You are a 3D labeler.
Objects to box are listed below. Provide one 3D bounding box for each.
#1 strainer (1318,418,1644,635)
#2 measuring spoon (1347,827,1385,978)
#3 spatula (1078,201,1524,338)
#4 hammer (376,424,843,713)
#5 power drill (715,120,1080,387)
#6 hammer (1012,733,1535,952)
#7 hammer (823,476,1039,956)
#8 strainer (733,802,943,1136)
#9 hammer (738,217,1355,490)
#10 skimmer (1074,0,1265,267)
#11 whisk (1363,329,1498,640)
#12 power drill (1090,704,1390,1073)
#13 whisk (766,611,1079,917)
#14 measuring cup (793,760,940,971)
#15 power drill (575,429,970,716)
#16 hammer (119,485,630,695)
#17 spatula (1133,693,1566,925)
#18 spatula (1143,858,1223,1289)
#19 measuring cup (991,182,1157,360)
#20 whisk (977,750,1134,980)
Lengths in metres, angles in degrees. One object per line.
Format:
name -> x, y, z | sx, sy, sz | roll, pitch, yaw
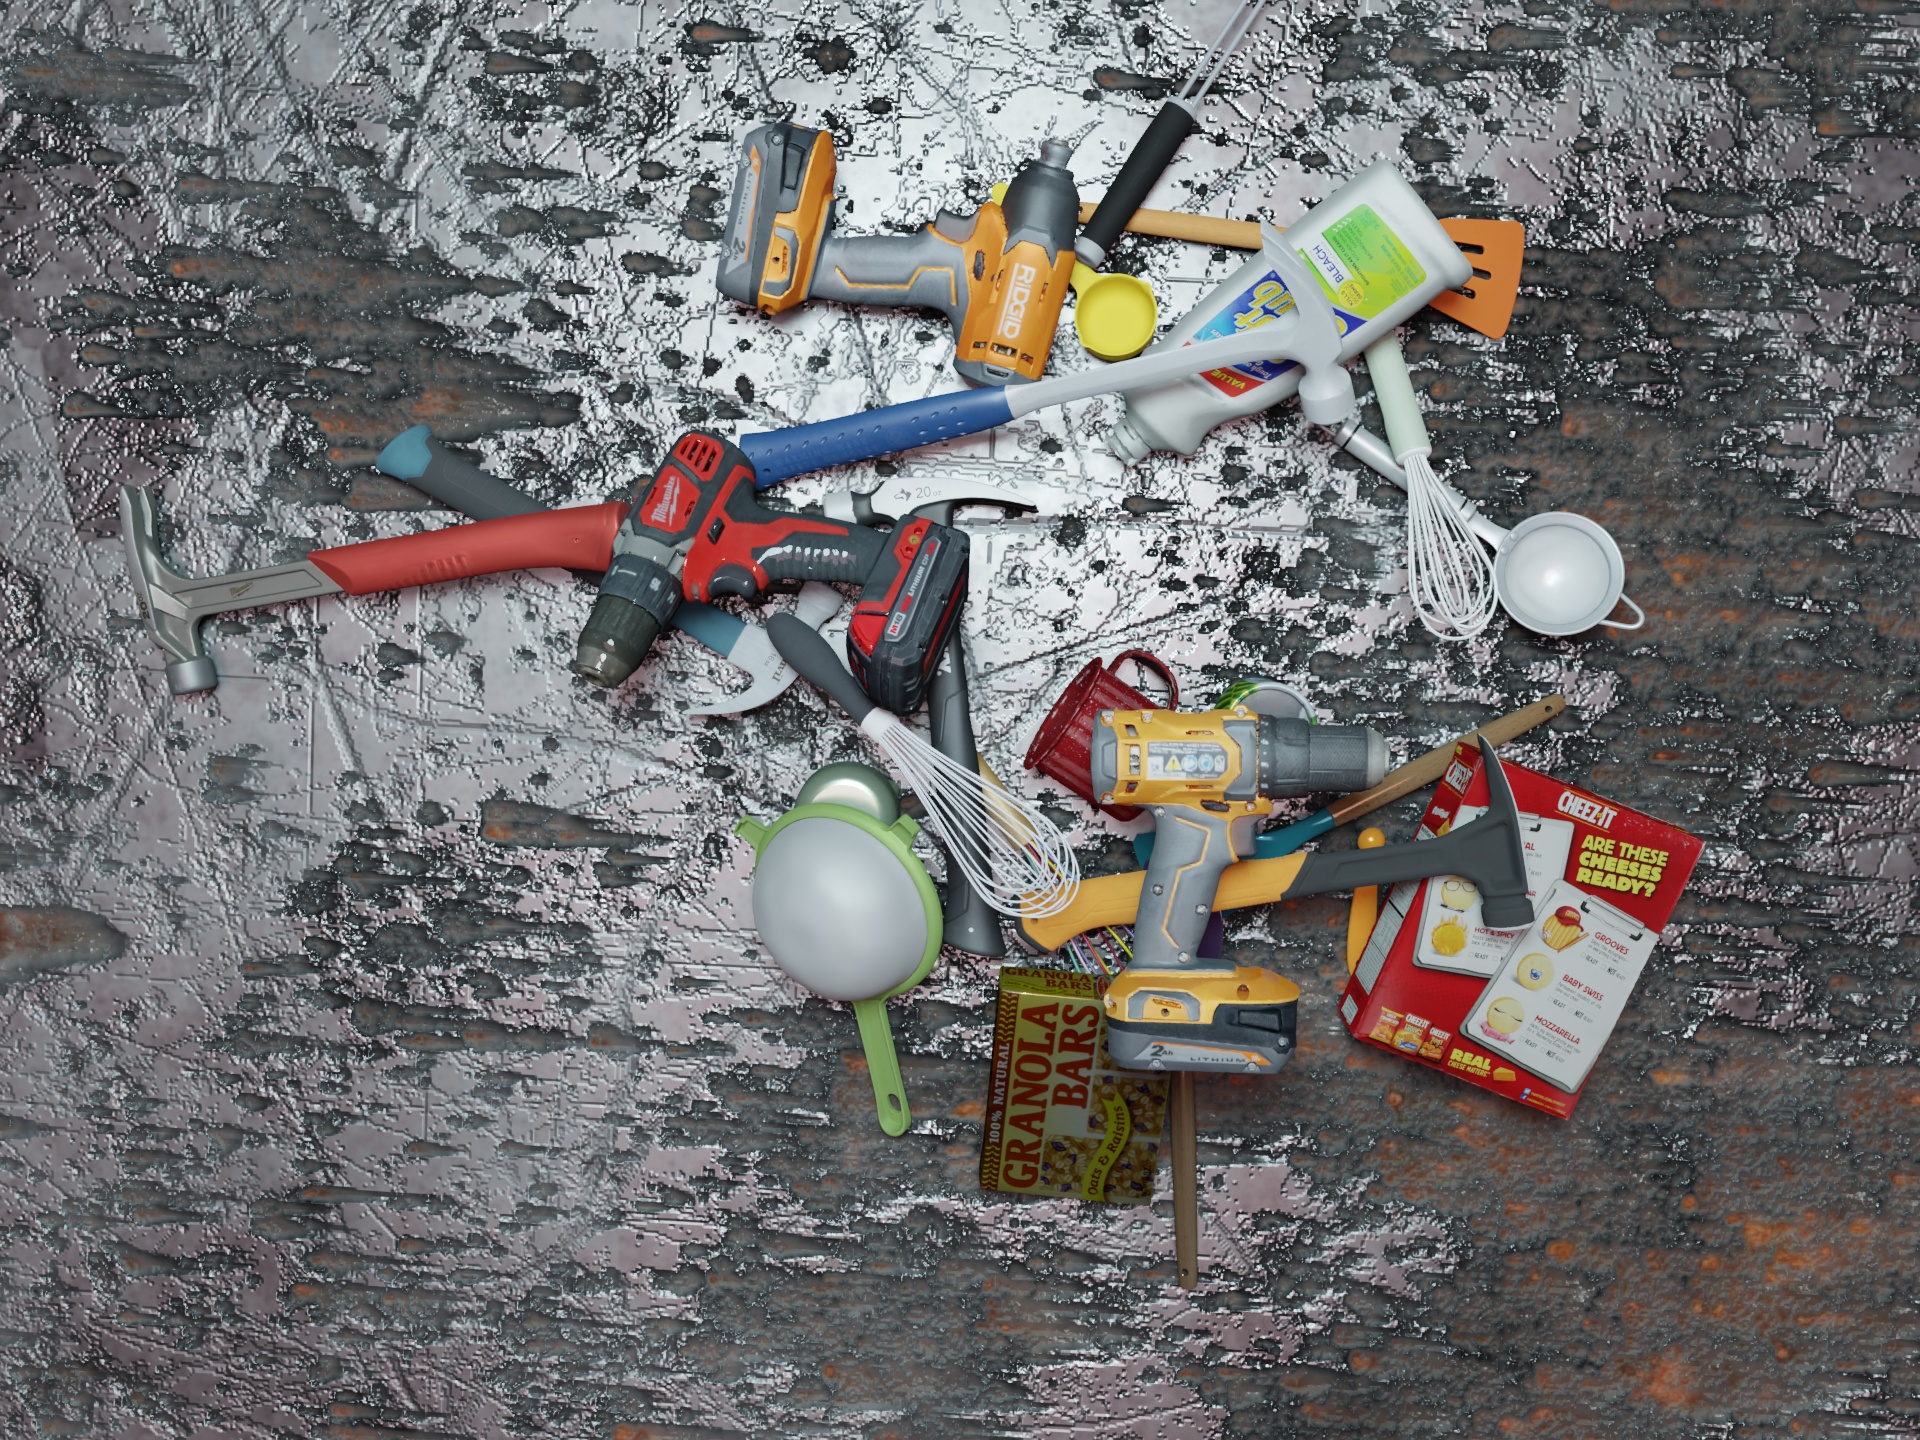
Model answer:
strainer -> 0.354, -0.139, 1.099 | 0.258, 0.050, 0.087 | 36, 88, 4
measuring spoon -> 0.287, 0.132, 1.122 | 0.021, 0.011, 0.117 | -3, 107, -14
spatula -> 0.227, -0.328, 1.097 | 0.322, 0.041, 0.081 | 10, 95, 5
hammer -> -0.255, -0.113, 1.118 | 0.331, 0.033, 0.128 | 29, 93, -1
power drill -> -0.035, -0.326, 1.059 | 0.226, 0.084, 0.164 | 16, 112, -2
hammer -> 0.198, 0.099, 1.056 | 0.337, 0.034, 0.127 | -11, 94, 12
hammer -> -0.002, -0.004, 1.097 | 0.146, 0.035, 0.335 | -7, 88, 7
strainer -> -0.082, 0.186, 1.096 | 0.151, 0.069, 0.256 | -2, 109, 31
hammer -> 0.042, -0.216, 1.039 | 0.405, 0.143, 0.035 | -10, 49, 18
skimmer -> 0.183, -0.464, 1.045 | 0.127, 0.090, 0.363 | 33, 90, -2
whisk -> 0.306, -0.170, 1.067 | 0.059, 0.057, 0.246 | -27, 68, 42
power drill -> 0.176, 0.103, 1.006 | 0.185, 0.084, 0.226 | 0, 92, 9
whisk -> -0.030, 0.023, 1.057 | 0.285, 0.070, 0.070 | 44, 94, 15
measuring cup -> -0.059, 0.107, 1.125 | 0.083, 0.038, 0.167 | -29, 91, 3
power drill -> -0.123, -0.078, 1.031 | 0.227, 0.080, 0.188 | 20, 66, 8
hammer -> -0.400, -0.116, 1.095 | 0.359, 0.037, 0.149 | -9, 99, 9
spatula -> 0.280, 0.054, 1.124 | 0.317, 0.044, 0.082 | -26, 92, -2
spatula -> 0.160, 0.254, 1.138 | 0.060, 0.018, 0.316 | 1, 97, 25
measuring cup -> 0.076, -0.313, 1.105 | 0.062, 0.029, 0.156 | -41, 81, 4
whisk -> 0.059, 0.105, 1.125 | 0.051, 0.047, 0.245 | -37, 88, 5
